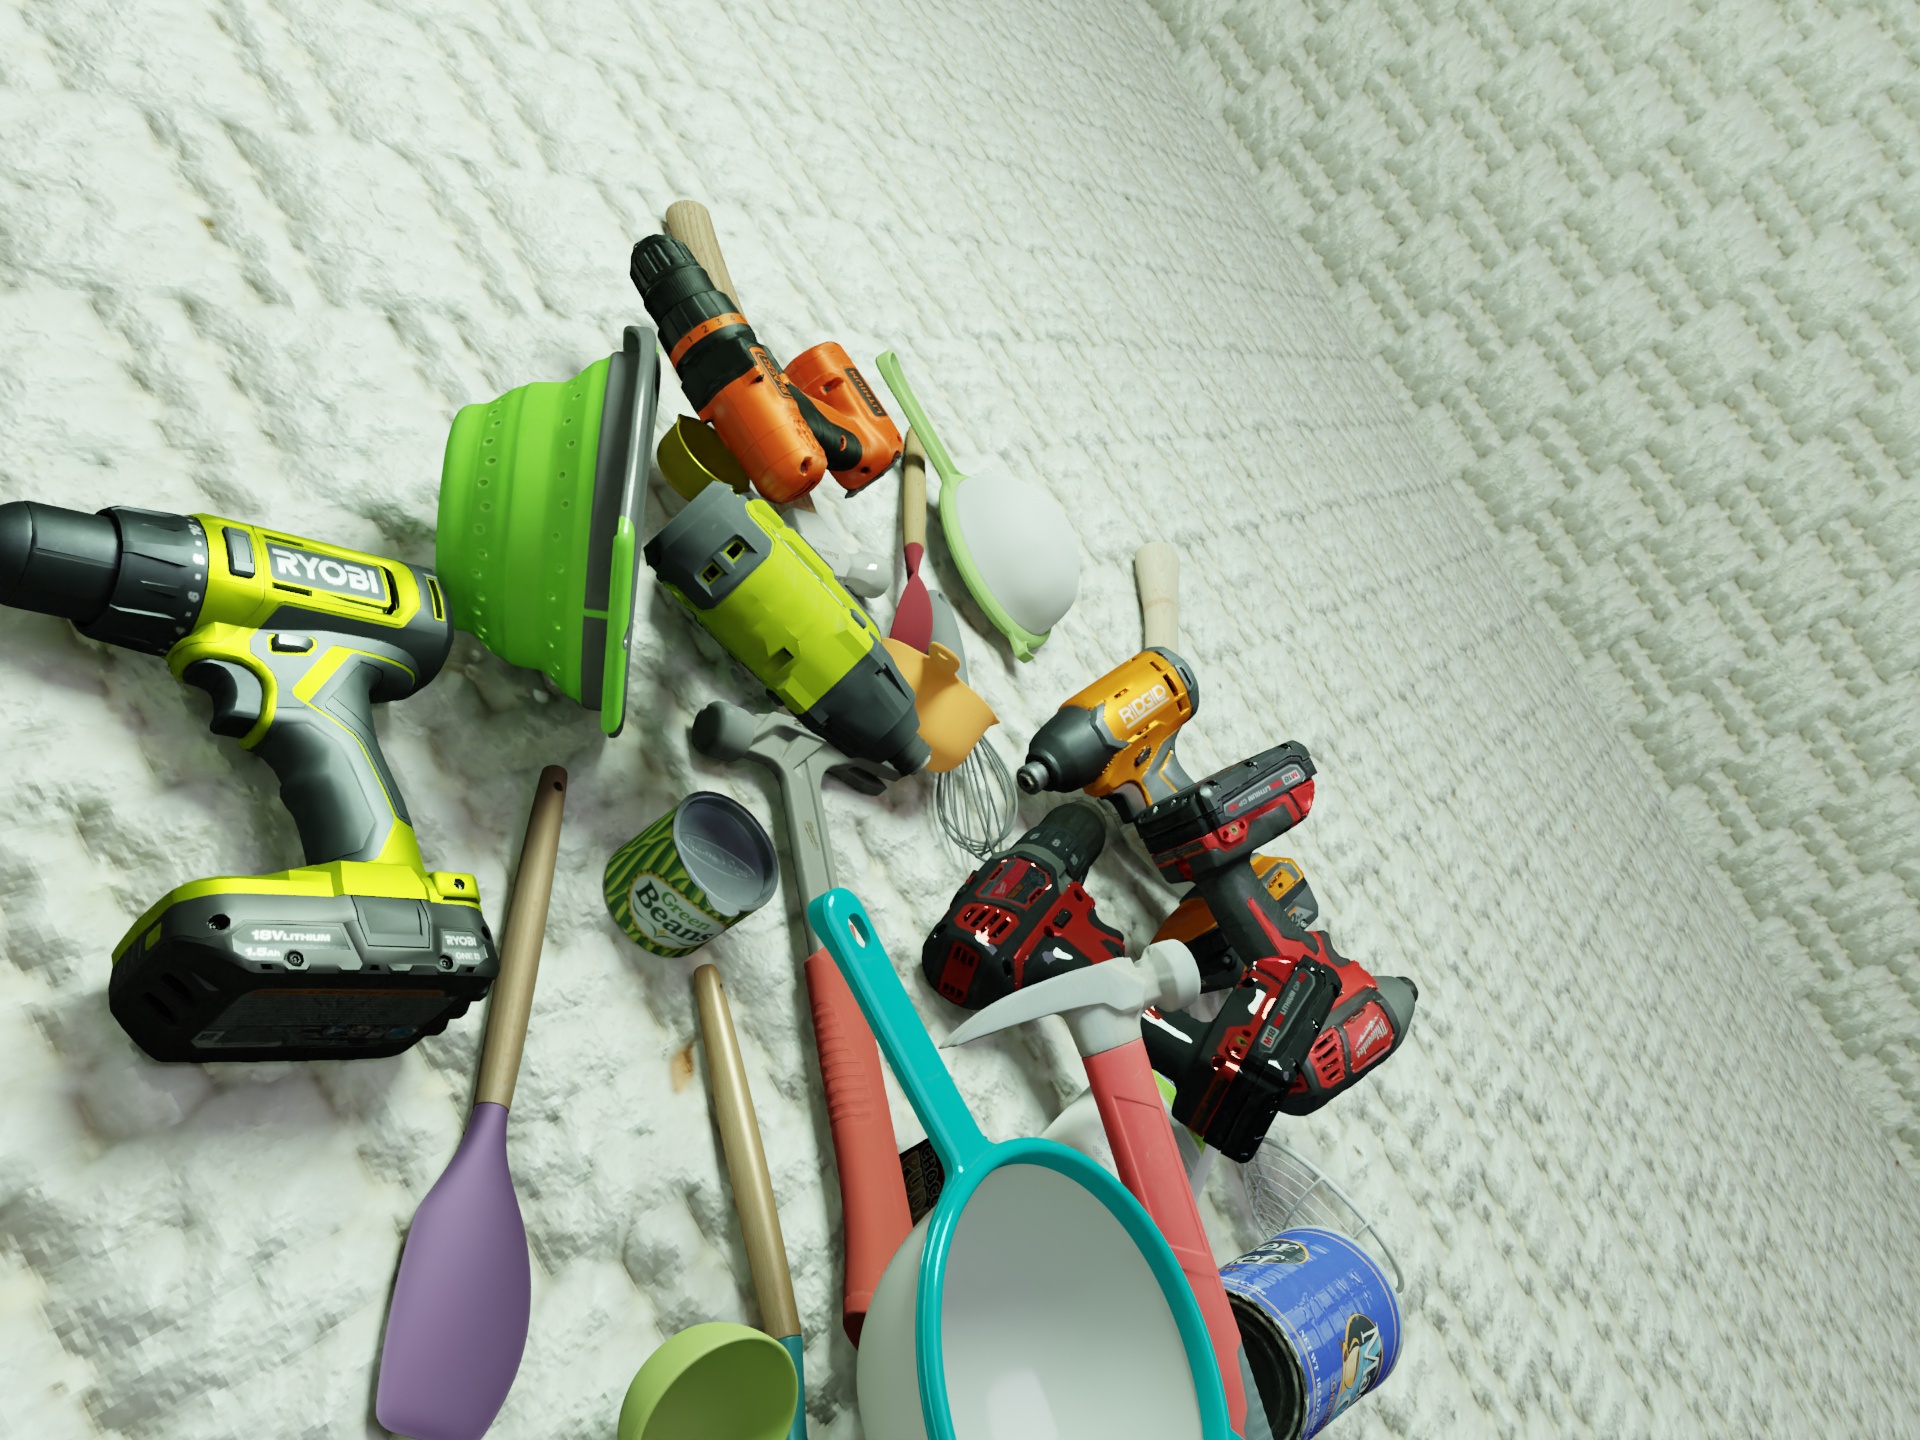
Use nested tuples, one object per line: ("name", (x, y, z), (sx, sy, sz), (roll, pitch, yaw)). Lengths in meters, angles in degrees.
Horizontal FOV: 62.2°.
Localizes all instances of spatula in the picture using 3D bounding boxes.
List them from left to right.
("spatula", (-0.195, 0.145, 0.683), (0.059, 0.018, 0.316), (33, 38, -34))
("spatula", (-0.074, 0.252, 0.721), (0.082, 0.044, 0.318), (64, 6, -60))

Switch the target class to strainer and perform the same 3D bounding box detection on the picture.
("strainer", (-0.007, 0.241, 0.693), (0.211, 0.095, 0.340), (-19, 79, -60))
("strainer", (0.025, -0.180, 1.219), (0.256, 0.069, 0.151), (59, 24, -14))

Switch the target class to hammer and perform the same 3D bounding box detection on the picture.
("hammer", (-0.149, -0.234, 1.109), (0.130, 0.031, 0.332), (9, 52, -51))
("hammer", (-0.057, 0.154, 0.846), (0.149, 0.036, 0.359), (22, 42, -43))
("hammer", (0.175, -0.021, 1.349), (0.146, 0.038, 0.411), (43, 32, -23))
("hammer", (0.111, 0.317, 0.811), (0.143, 0.038, 0.386), (-15, 81, -21))

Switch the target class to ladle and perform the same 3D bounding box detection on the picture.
("ladle", (-0.060, 0.390, 0.596), (0.078, 0.062, 0.320), (-4, 66, -40))
("ladle", (-0.035, -0.137, 1.164), (0.031, 0.069, 0.316), (5, 39, -5))

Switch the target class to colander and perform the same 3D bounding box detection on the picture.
("colander", (-0.216, -0.138, 0.858), (0.094, 0.204, 0.397), (5, 30, -11))

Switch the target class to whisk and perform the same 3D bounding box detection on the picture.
("whisk", (-0.003, -0.003, 1.077), (0.055, 0.055, 0.239), (28, 35, -38))

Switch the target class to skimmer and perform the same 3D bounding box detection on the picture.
("skimmer", (0.238, 0.236, 1.130), (0.364, 0.090, 0.127), (-87, 157, -49))

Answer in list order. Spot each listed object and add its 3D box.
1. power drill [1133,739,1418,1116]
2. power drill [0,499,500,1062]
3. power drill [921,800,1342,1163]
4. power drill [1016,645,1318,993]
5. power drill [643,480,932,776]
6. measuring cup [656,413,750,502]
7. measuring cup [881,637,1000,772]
("power drill", (0.219, 0.134, 1.053), (0.143, 0.078, 0.220), (-22, 85, -35))
("power drill", (-0.284, 0.014, 0.633), (0.190, 0.080, 0.229), (13, 48, -49))
("power drill", (0.109, 0.142, 0.966), (0.227, 0.080, 0.188), (28, 37, 15))
("power drill", (0.139, 0.077, 1.121), (0.164, 0.084, 0.226), (-31, 92, -35))
("power drill", (-0.091, -0.050, 0.856), (0.171, 0.080, 0.223), (47, -1, -13))
("measuring cup", (-0.147, -0.168, 0.998), (0.062, 0.029, 0.156), (48, 20, -7))
("measuring cup", (-0.025, -0.011, 0.960), (0.095, 0.052, 0.173), (35, -8, 1))
